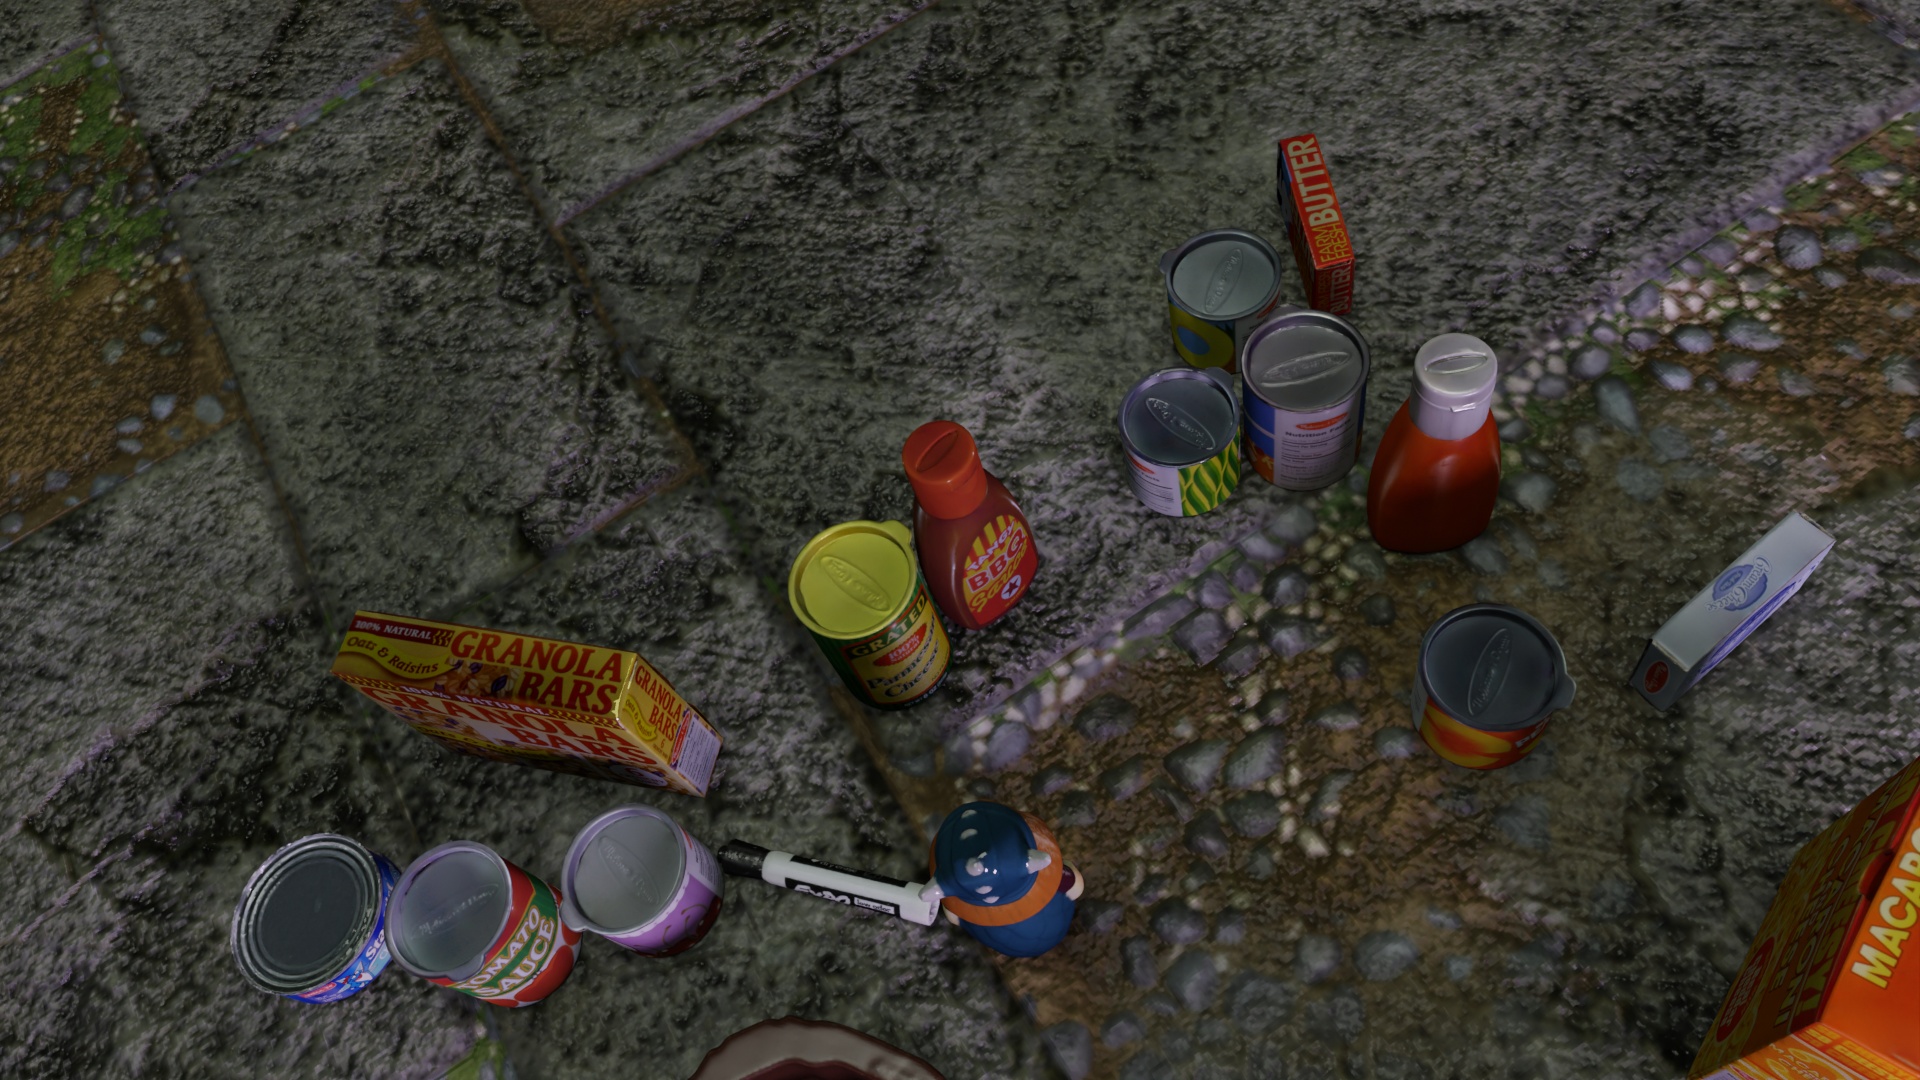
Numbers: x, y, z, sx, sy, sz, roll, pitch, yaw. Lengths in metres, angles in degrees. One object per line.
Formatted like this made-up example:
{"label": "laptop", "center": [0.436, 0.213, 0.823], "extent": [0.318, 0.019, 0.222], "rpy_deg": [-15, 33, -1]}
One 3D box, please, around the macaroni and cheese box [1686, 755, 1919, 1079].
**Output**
{"label": "macaroni and cheese box", "center": [0.351, 0.161, 0.547], "extent": [0.040, 0.165, 0.124], "rpy_deg": [29, 72, 25]}

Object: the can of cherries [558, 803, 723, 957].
{"label": "can of cherries", "center": [-0.164, 0.177, 0.713], "extent": [0.071, 0.058, 0.072], "rpy_deg": [-5, 61, 10]}

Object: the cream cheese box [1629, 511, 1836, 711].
{"label": "cream cheese box", "center": [0.374, 0.035, 0.677], "extent": [0.104, 0.053, 0.024], "rpy_deg": [-38, 61, -9]}

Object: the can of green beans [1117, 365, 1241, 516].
{"label": "can of green beans", "center": [0.124, -0.055, 0.778], "extent": [0.071, 0.057, 0.071], "rpy_deg": [-5, 61, 10]}

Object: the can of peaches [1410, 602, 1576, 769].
{"label": "can of peaches", "center": [0.258, 0.073, 0.678], "extent": [0.071, 0.058, 0.071], "rpy_deg": [-5, 61, 10]}

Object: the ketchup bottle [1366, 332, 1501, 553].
{"label": "ketchup bottle", "center": [0.240, -0.045, 0.695], "extent": [0.065, 0.148, 0.044], "rpy_deg": [-10, 61, 7]}

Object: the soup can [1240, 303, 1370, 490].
{"label": "soup can", "center": [0.187, -0.078, 0.762], "extent": [0.071, 0.083, 0.071], "rpy_deg": [-5, 61, 10]}

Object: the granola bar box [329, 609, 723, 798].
{"label": "granola bar box", "center": [-0.225, 0.087, 0.737], "extent": [0.165, 0.123, 0.039], "rpy_deg": [7, 64, 16]}

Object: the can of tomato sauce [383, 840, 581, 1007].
{"label": "can of tomato sauce", "center": [-0.238, 0.197, 0.704], "extent": [0.071, 0.082, 0.071], "rpy_deg": [-5, 61, 10]}

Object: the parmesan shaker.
{"label": "parmesan shaker", "center": [-0.042, 0.040, 0.736], "extent": [0.071, 0.102, 0.071], "rpy_deg": [-5, 61, 10]}

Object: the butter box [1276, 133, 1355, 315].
{"label": "butter box", "center": [0.213, -0.189, 0.835], "extent": [0.024, 0.053, 0.104], "rpy_deg": [-11, 60, 7]}

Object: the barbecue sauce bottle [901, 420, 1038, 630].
{"label": "barbecue sauce bottle", "center": [0.003, -0.009, 0.727], "extent": [0.044, 0.148, 0.065], "rpy_deg": [37, 75, 27]}

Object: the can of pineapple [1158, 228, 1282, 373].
{"label": "can of pineapple", "center": [0.154, -0.141, 0.819], "extent": [0.071, 0.057, 0.071], "rpy_deg": [-5, 61, 10]}
